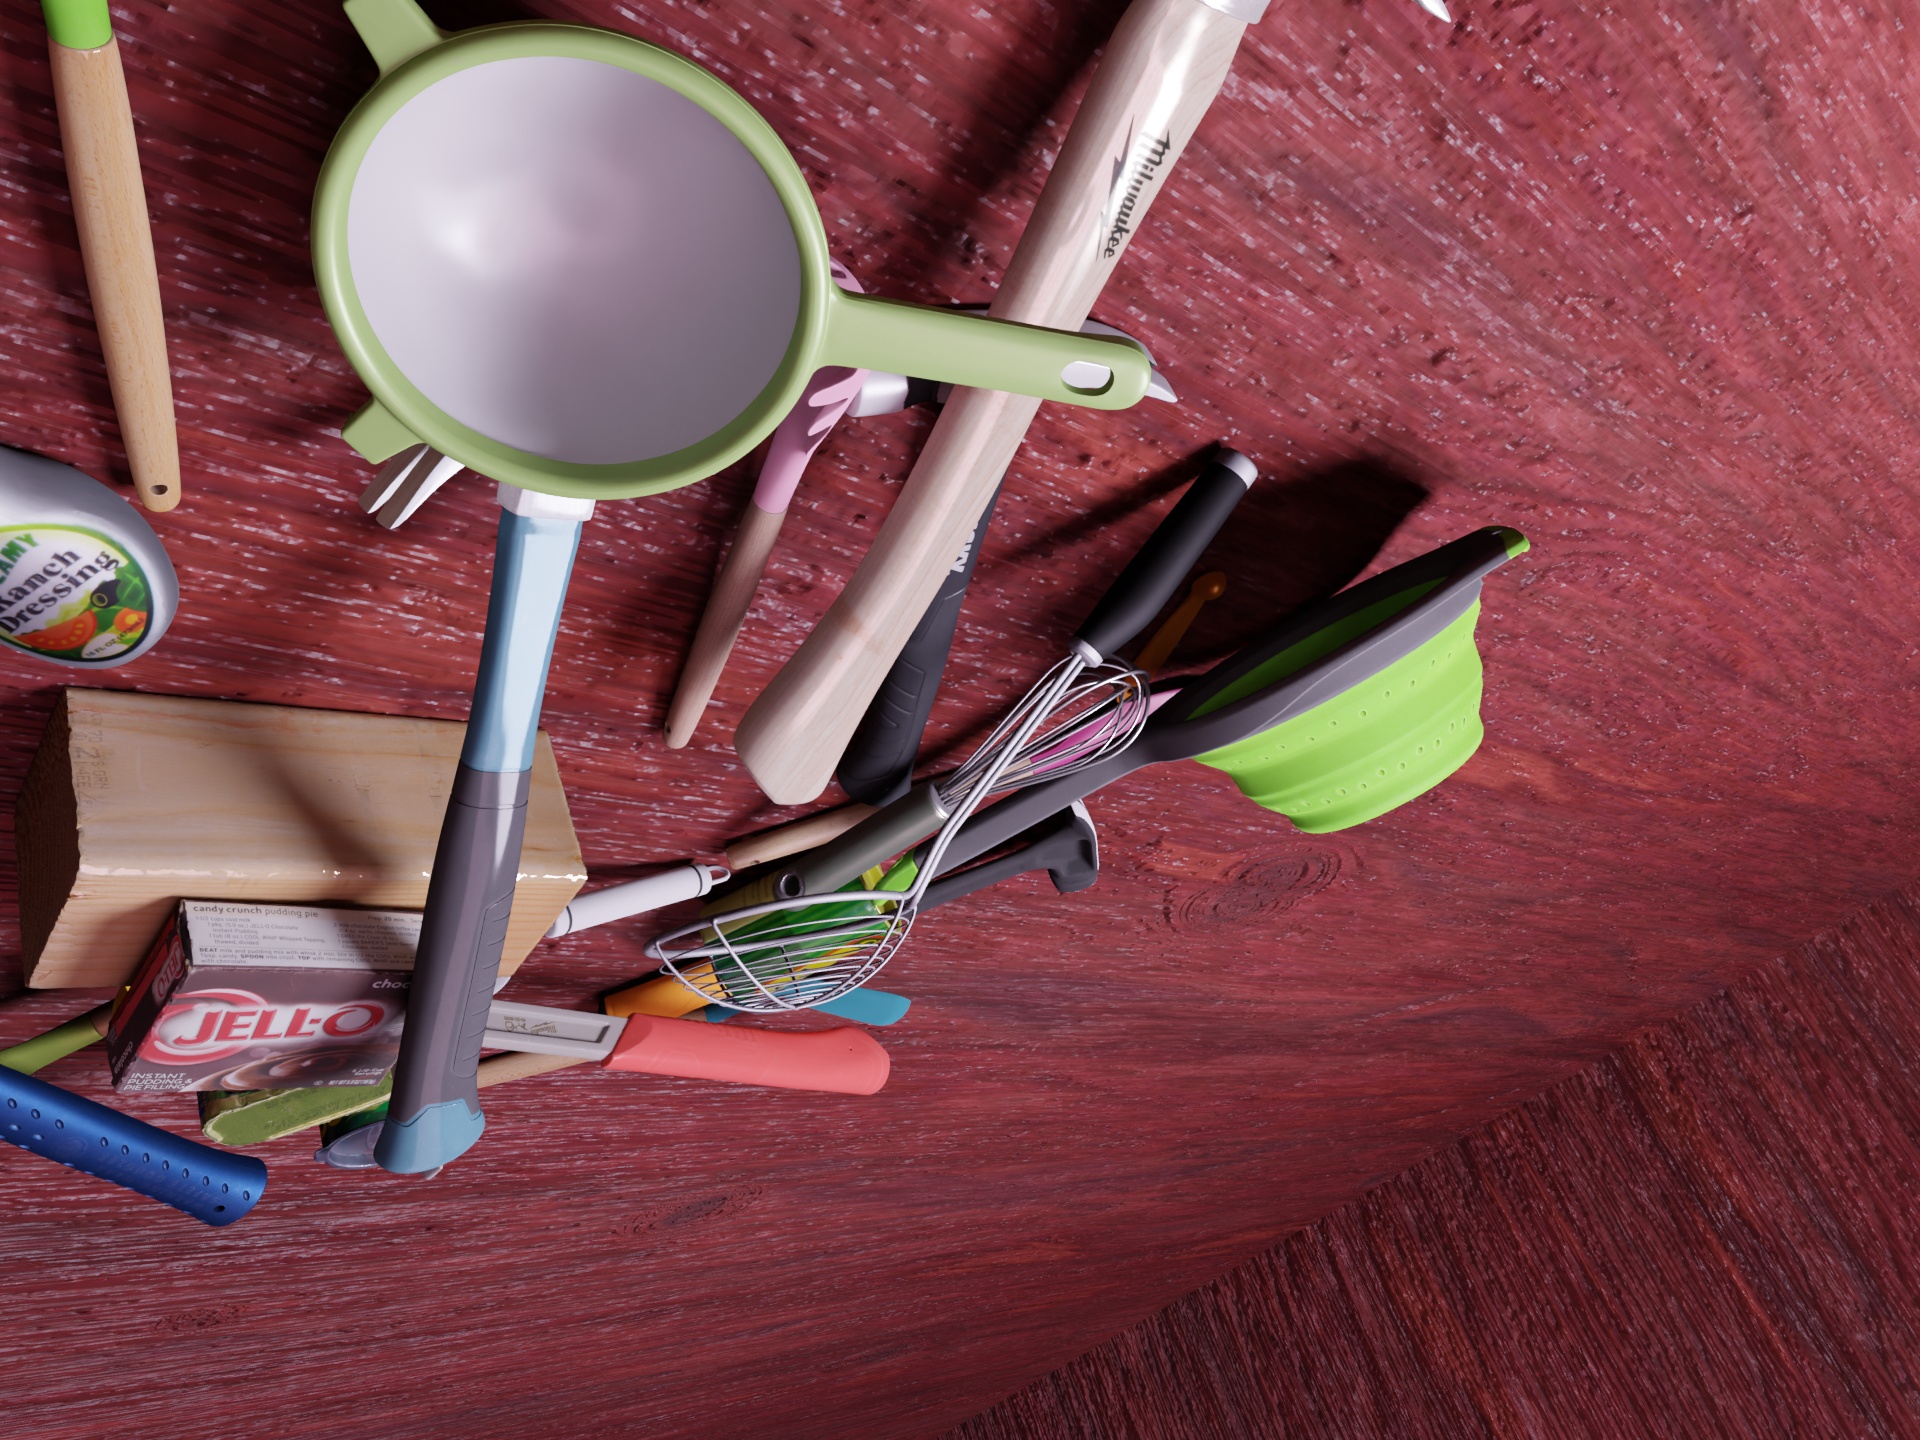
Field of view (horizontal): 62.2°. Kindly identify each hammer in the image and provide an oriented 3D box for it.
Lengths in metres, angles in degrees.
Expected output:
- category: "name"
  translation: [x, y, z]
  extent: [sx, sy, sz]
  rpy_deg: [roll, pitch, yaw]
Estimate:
- category: "hammer"
  translation: [0.019, -0.118, 0.611]
  extent: [0.146, 0.038, 0.410]
  rpy_deg: [5, 131, -34]
- category: "hammer"
  translation: [-0.008, -0.059, 0.758]
  extent: [0.146, 0.035, 0.334]
  rpy_deg: [-10, 148, -21]
- category: "hammer"
  translation: [-0.167, 0.197, 0.923]
  extent: [0.036, 0.149, 0.358]
  rpy_deg: [-40, 144, 23]
- category: "hammer"
  translation: [-0.182, 0.029, 0.619]
  extent: [0.128, 0.033, 0.331]
  rpy_deg: [1, 111, -40]
- category: "hammer"
  translation: [-0.462, 0.151, 0.689]
  extent: [0.144, 0.035, 0.405]
  rpy_deg: [-37, 141, -3]
- category: "hammer"
  translation: [-0.071, 0.129, 1.016]
  extent: [0.337, 0.034, 0.127]
  rpy_deg: [-21, 151, -4]

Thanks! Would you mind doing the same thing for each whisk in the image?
- category: "whisk"
  translation: [-0.004, 0.038, 0.841]
  extent: [0.246, 0.058, 0.059]
  rpy_deg: [-32, 162, 20]

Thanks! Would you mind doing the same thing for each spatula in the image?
- category: "spatula"
  translation: [-0.192, 0.213, 1.056]
  extent: [0.317, 0.044, 0.082]
  rpy_deg: [-12, 161, -18]

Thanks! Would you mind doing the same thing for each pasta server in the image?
- category: "pasta server"
  translation: [-0.094, -0.074, 0.668]
  extent: [0.040, 0.060, 0.316]
  rpy_deg: [-14, 154, -31]

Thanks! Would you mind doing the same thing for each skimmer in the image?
- category: "skimmer"
  translation: [-0.001, -0.002, 0.758]
  extent: [0.363, 0.090, 0.127]
  rpy_deg: [-51, 166, -5]

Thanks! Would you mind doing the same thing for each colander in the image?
- category: "colander"
  translation: [0.136, 0.034, 0.858]
  extent: [0.397, 0.094, 0.204]
  rpy_deg: [-29, -176, 14]

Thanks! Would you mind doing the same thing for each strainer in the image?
- category: "strainer"
  translation: [-0.219, 0.103, 0.829]
  extent: [0.258, 0.087, 0.050]
  rpy_deg: [-12, 120, -49]
- category: "strainer"
  translation: [-0.065, -0.142, 0.505]
  extent: [0.256, 0.069, 0.151]
  rpy_deg: [7, 130, -14]

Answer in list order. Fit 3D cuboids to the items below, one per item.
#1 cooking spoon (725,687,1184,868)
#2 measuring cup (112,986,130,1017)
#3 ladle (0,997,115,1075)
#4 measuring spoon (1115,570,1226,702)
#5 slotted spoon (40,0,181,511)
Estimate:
- category: "cooking spoon"
  translation: [0.017, 0.034, 0.939]
  extent: [0.319, 0.017, 0.068]
  rpy_deg: [-17, 155, -11]
- category: "measuring cup"
  translation: [-0.383, 0.099, 0.729]
  extent: [0.062, 0.029, 0.156]
  rpy_deg: [-26, 125, -15]
- category: "ladle"
  translation: [-0.401, 0.130, 0.788]
  extent: [0.320, 0.062, 0.078]
  rpy_deg: [-24, 131, -13]
- category: "measuring spoon"
  translation: [0.117, -0.043, 0.894]
  extent: [0.021, 0.011, 0.116]
  rpy_deg: [-4, 146, -30]
- category: "slotted spoon"
  translation: [-0.239, -0.165, 0.434]
  extent: [0.070, 0.031, 0.313]
  rpy_deg: [-9, 149, -24]
